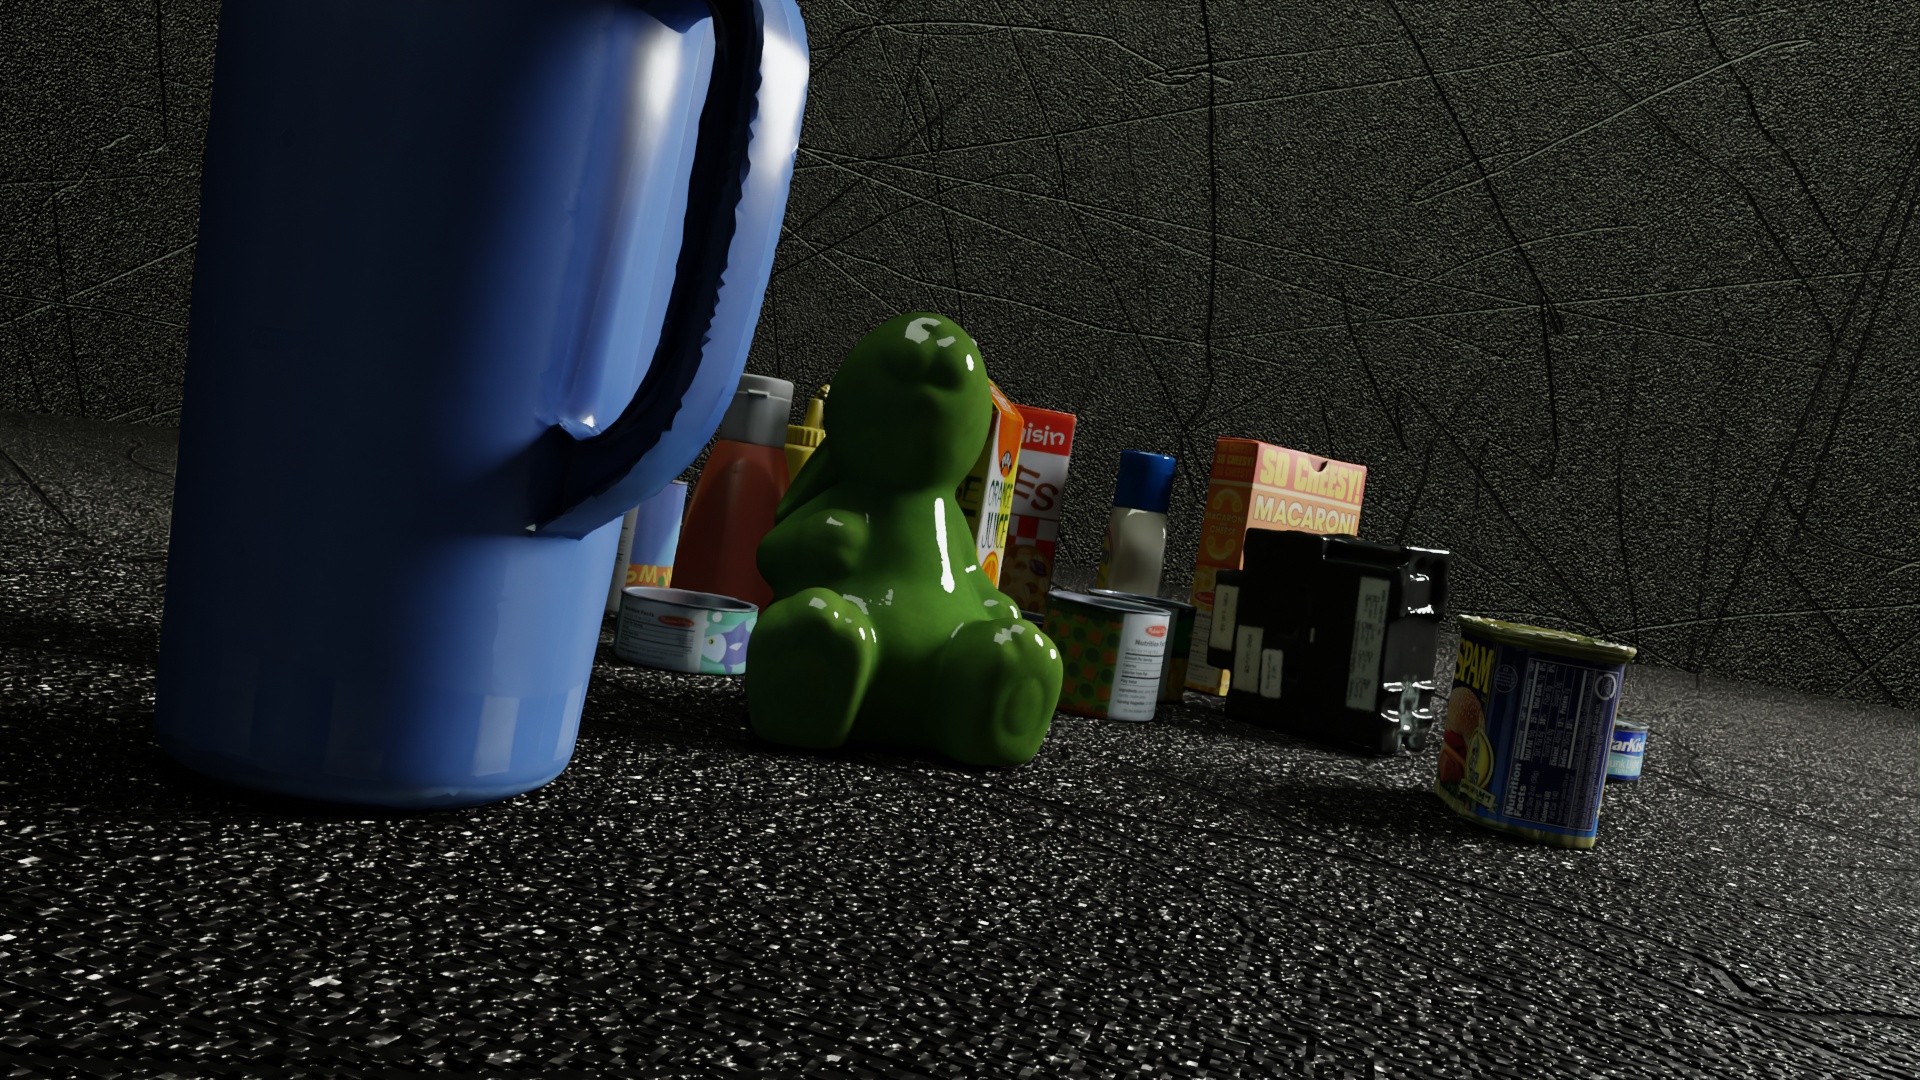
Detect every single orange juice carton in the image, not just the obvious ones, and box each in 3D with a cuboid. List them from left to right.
[{"bbox_3d":[-0.013,-0.022,0.787,0.073,0.192,0.072,9,1,13],"label":"orange juice carton"}]

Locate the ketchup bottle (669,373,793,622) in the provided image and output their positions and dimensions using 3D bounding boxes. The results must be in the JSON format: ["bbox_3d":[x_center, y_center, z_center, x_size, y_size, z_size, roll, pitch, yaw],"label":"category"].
[{"bbox_3d":[-0.122,-0.017,0.772,0.065,0.148,0.043,9,1,-7],"label":"ketchup bottle"}]

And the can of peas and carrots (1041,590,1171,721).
[{"bbox_3d":[0.072,0.060,0.737,0.071,0.058,0.071,9,1,0],"label":"can of peas and carrots"}]

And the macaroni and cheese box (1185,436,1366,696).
[{"bbox_3d":[0.213,0.022,0.936,0.124,0.166,0.040,8,2,-40],"label":"macaroni and cheese box"}]

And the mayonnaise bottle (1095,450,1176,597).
[{"bbox_3d":[0.112,0.016,0.916,0.041,0.148,0.065,9,1,-4],"label":"mayonnaise bottle"}]

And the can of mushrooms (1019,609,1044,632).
[{"bbox_3d":[0.041,0.064,0.885,0.071,0.033,0.071,9,2,0],"label":"can of mushrooms"}]

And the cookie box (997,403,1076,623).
[{"bbox_3d":[0.003,-0.012,0.931,0.123,0.167,0.040,9,1,-6],"label":"cookie box"}]

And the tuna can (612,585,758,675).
[{"bbox_3d":[-0.132,0.043,0.672,0.071,0.033,0.071,9,2,0],"label":"tuna can"}]

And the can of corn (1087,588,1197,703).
[{"bbox_3d":[0.106,0.063,0.837,0.071,0.058,0.071,9,1,0],"label":"can of corn"}]

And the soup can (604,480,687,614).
[{"bbox_3d":[-0.204,0.000,0.846,0.071,0.083,0.071,9,1,0],"label":"soup can"}]

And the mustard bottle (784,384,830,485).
[{"bbox_3d":[-0.107,-0.025,0.923,0.049,0.160,0.065,8,1,-39],"label":"mustard bottle"}]

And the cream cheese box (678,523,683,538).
[{"bbox_3d":[-0.176,0.016,0.972,0.024,0.053,0.104,10,2,26],"label":"cream cheese box"}]
